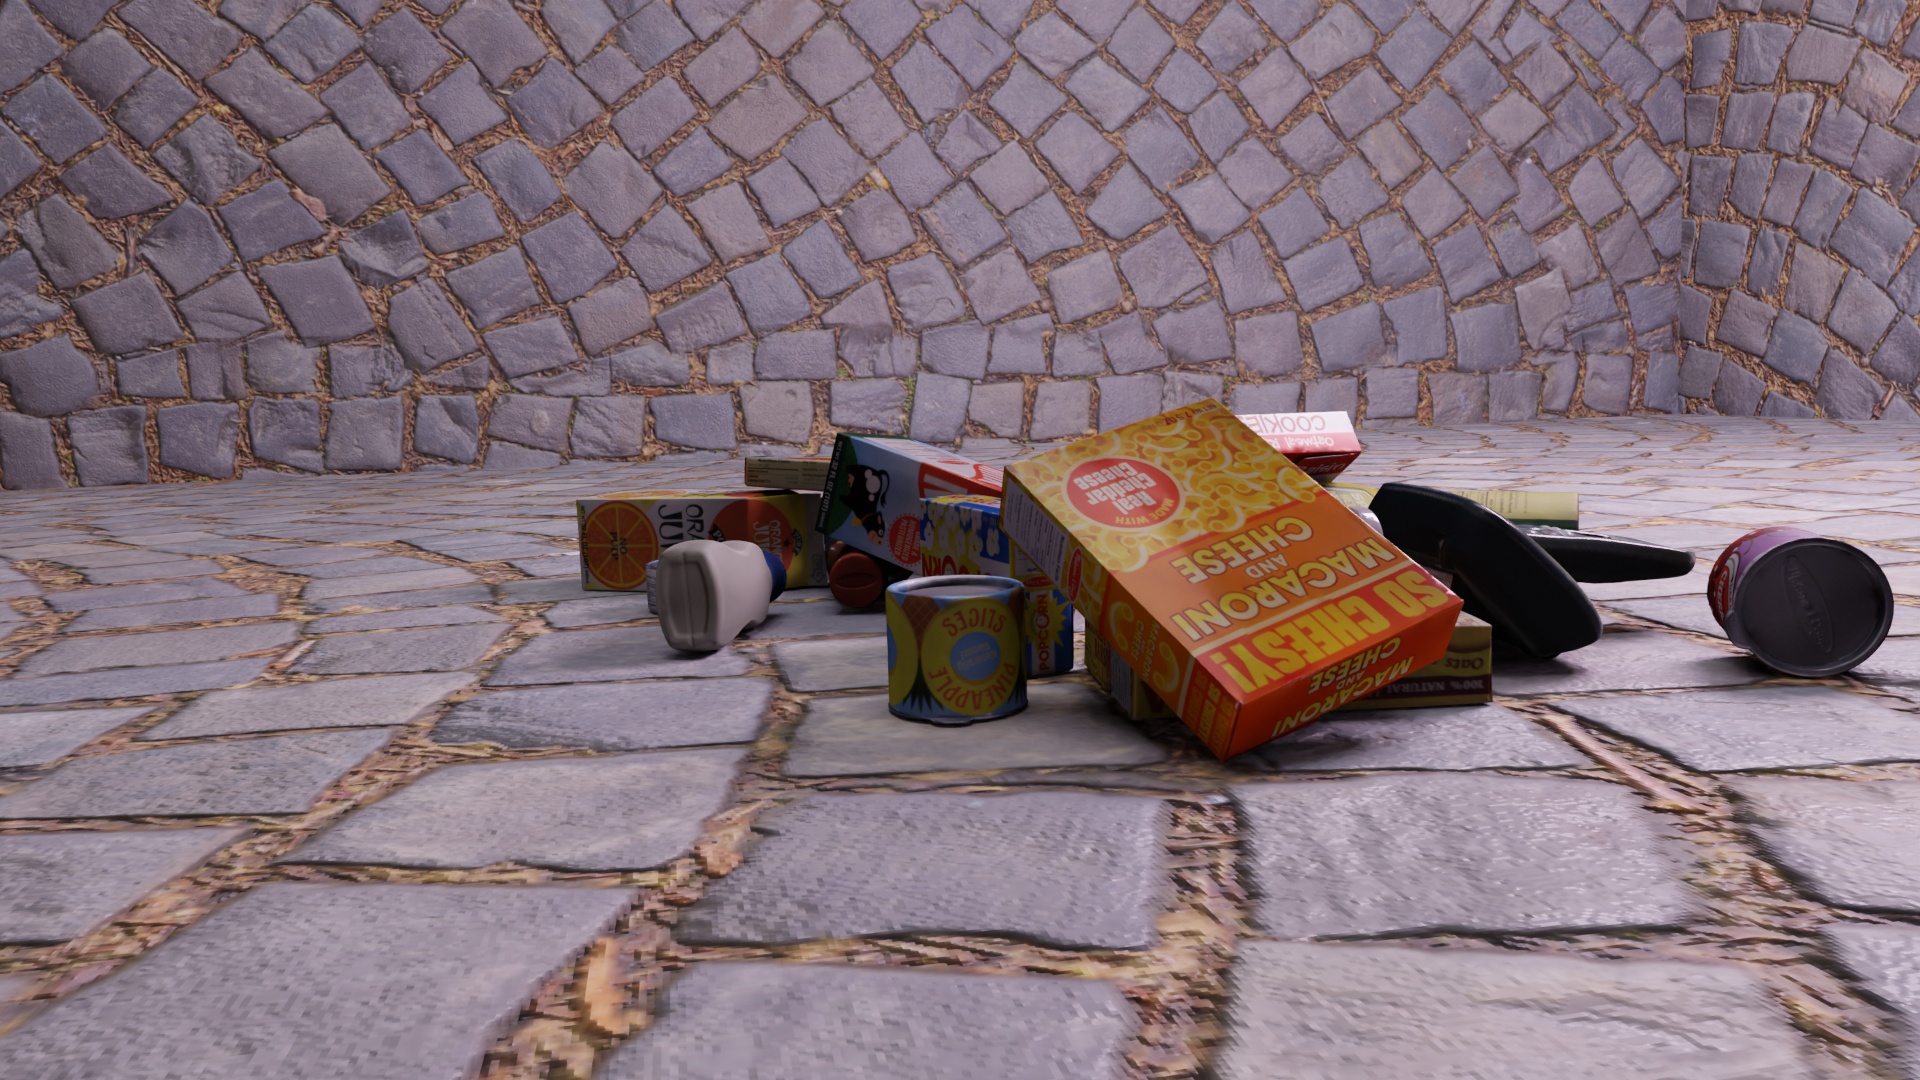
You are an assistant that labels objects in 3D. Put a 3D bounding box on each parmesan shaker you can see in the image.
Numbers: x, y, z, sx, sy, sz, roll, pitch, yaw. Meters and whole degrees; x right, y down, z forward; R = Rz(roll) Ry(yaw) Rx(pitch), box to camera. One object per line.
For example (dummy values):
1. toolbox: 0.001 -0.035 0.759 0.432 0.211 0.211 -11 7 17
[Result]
1. parmesan shaker: 0.352 0.001 0.918 0.103 0.071 0.071 2 8 23

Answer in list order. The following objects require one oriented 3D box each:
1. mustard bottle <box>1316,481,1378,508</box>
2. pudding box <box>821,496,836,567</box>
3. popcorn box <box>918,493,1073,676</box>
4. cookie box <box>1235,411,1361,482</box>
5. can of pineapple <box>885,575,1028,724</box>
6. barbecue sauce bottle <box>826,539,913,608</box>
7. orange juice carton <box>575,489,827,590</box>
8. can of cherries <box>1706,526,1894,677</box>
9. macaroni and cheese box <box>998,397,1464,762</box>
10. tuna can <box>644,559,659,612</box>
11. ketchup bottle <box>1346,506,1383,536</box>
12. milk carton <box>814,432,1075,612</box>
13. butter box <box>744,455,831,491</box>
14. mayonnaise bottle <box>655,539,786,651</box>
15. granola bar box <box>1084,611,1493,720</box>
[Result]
1. mustard bottle: 0.294 -0.012 1.038 0.161 0.065 0.048 -4 -25 -34
2. pudding box: -0.103 -0.006 1.087 0.050 0.030 0.083 -9 -25 -45
3. popcorn box: 0.018 0.021 0.762 0.038 0.085 0.126 -5 8 -22
4. cookie box: 0.208 -0.038 1.058 0.123 0.040 0.166 -4 -25 -21
5. can of pineapple: -0.001 0.049 0.648 0.071 0.057 0.071 -2 7 0
6. barbecue sauce bottle: -0.066 0.018 0.985 0.065 0.043 0.149 -5 7 3
7. orange juice carton: -0.191 -0.001 1.059 0.192 0.071 0.073 0 7 20
8. can of cherries: 0.402 0.028 0.674 0.071 0.071 0.058 0 7 16
9. macaroni and cheese box: 0.113 0.010 0.611 0.124 0.040 0.167 -19 46 -25
10. tuna can: -0.183 0.030 0.964 0.071 0.032 0.071 -2 7 0
11. ketchup bottle: 0.140 0.005 0.701 0.149 0.043 0.065 -3 17 -18
12. milk carton: 0.003 -0.011 0.907 0.191 0.072 0.073 21 13 33
13. butter box: -0.104 -0.049 1.034 0.103 0.024 0.053 4 5 27
14. mayonnaise bottle: -0.143 0.029 0.855 0.041 0.064 0.148 -5 2 8
15. granola bar box: 0.151 0.050 0.673 0.166 0.039 0.124 -2 7 -4
